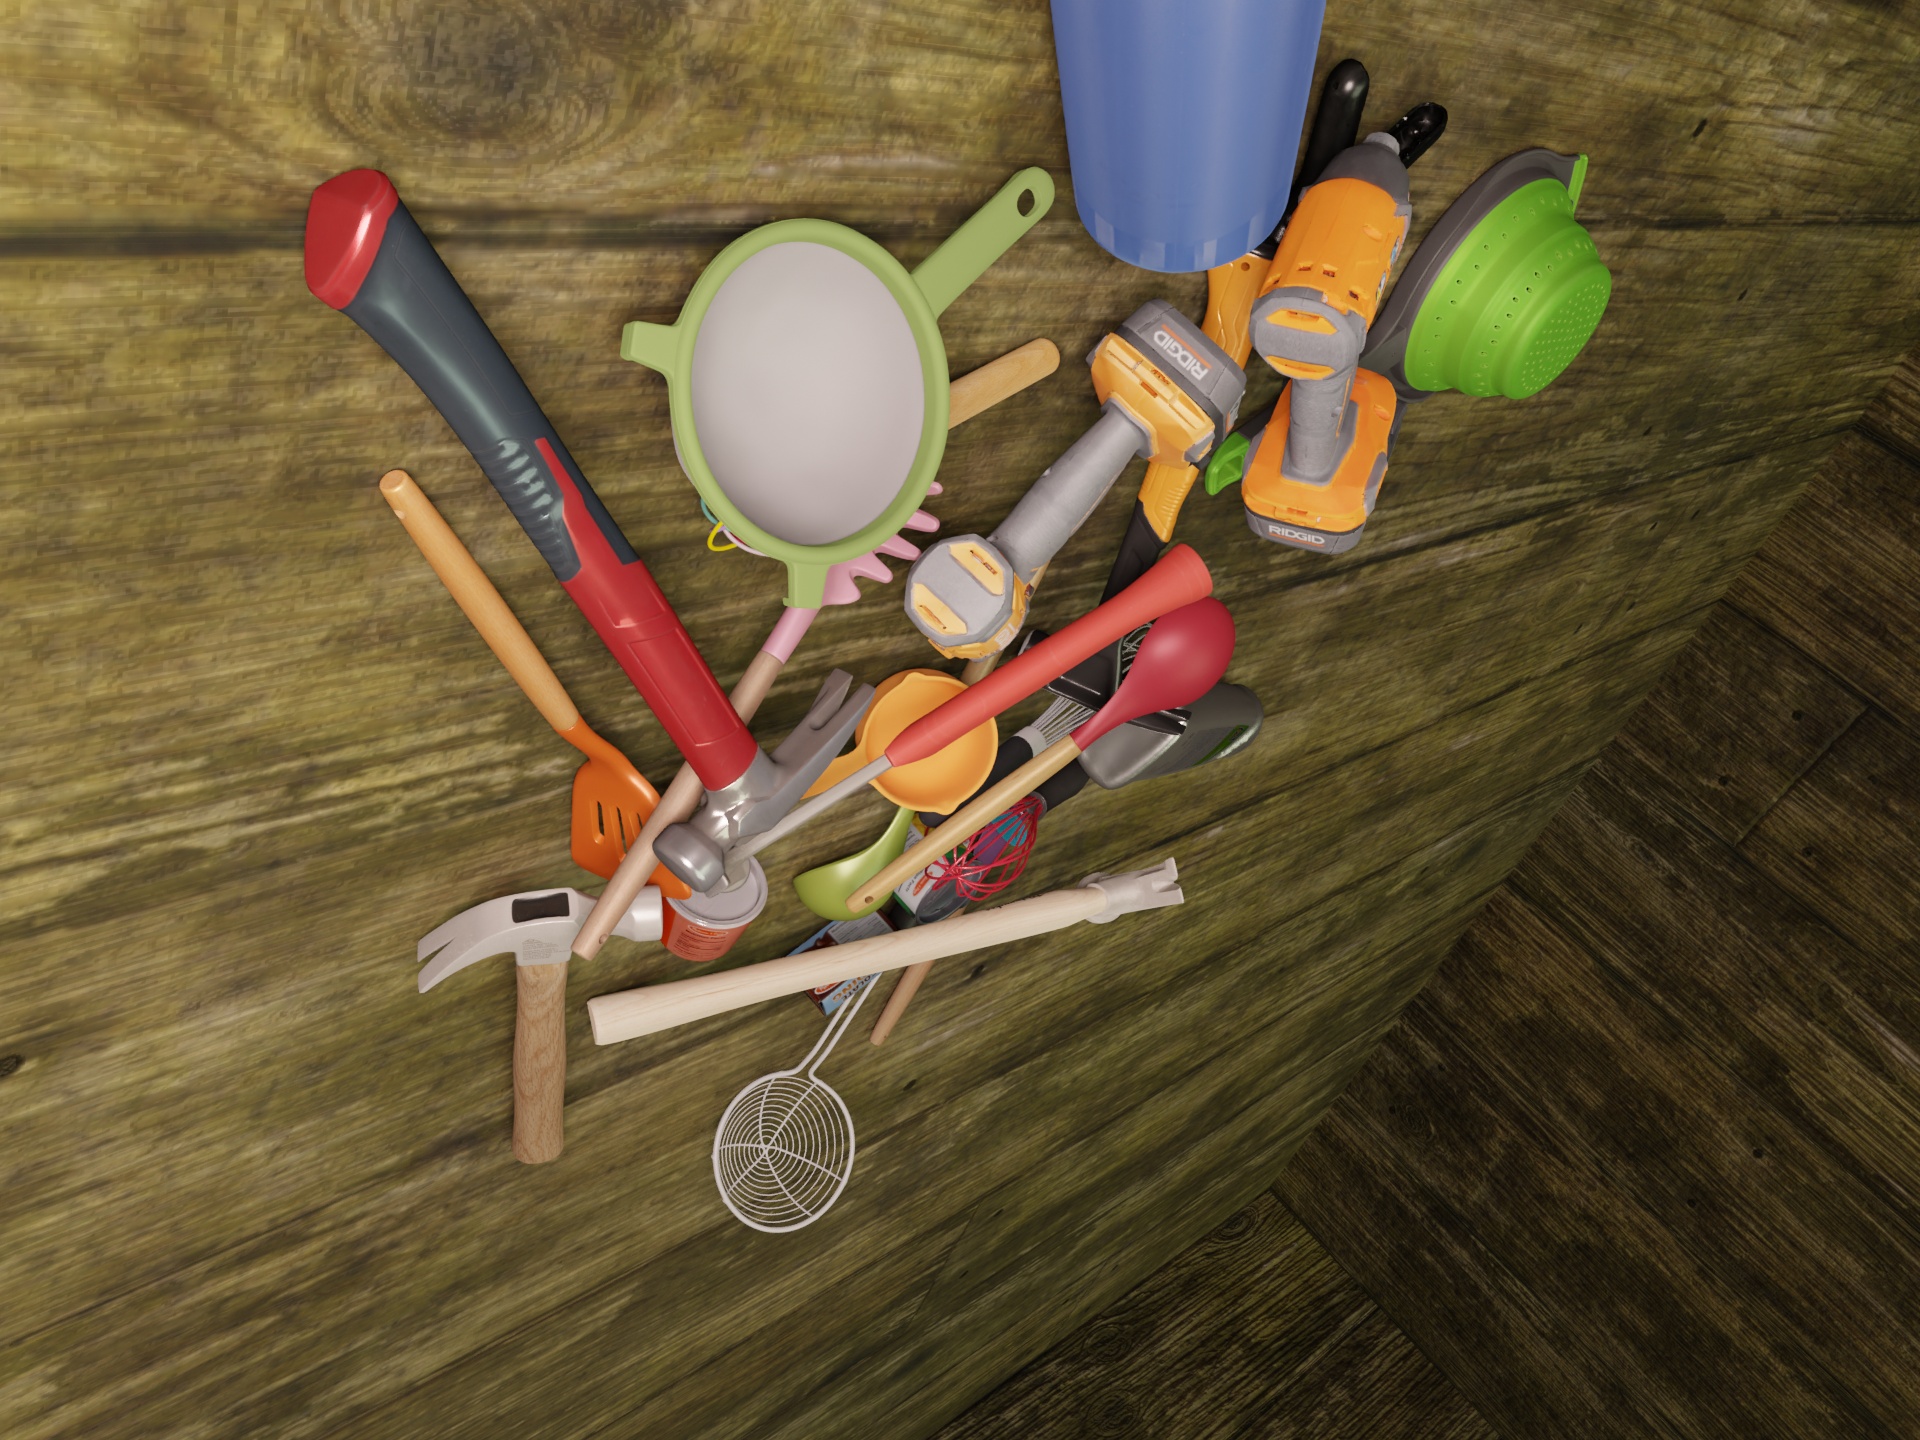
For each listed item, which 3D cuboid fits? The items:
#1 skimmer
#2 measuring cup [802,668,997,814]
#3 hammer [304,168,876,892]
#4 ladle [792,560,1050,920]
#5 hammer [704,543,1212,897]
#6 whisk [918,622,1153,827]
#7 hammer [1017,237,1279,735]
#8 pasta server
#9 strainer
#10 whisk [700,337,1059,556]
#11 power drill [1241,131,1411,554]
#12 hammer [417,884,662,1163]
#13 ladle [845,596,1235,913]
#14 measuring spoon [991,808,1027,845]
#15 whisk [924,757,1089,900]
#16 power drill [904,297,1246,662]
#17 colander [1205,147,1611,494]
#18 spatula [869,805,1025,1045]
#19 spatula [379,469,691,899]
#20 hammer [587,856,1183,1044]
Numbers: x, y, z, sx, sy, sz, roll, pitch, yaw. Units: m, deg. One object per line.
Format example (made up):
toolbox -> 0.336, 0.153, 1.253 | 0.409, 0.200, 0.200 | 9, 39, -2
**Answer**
skimmer -> -0.082, 0.250, 1.270 | 0.127, 0.090, 0.363 | 21, 113, -27
measuring cup -> -0.064, 0.022, 1.018 | 0.173, 0.052, 0.095 | -16, 105, -7
hammer -> -0.149, -0.078, 0.698 | 0.143, 0.038, 0.385 | -49, 143, -20
ladle -> -0.021, 0.005, 1.082 | 0.078, 0.062, 0.320 | 1, 121, -58
hammer -> -0.001, -0.003, 0.939 | 0.359, 0.037, 0.149 | -32, 178, -11
whisk -> 0.068, 0.002, 1.133 | 0.284, 0.070, 0.070 | -33, 152, -38
hammer -> 0.139, -0.146, 1.023 | 0.034, 0.127, 0.336 | -53, 164, -56
pasta server -> -0.110, -0.009, 0.847 | 0.316, 0.040, 0.060 | -58, 147, -12
strainer -> -0.050, -0.183, 0.749 | 0.256, 0.069, 0.151 | -49, 125, -26
whisk -> -0.038, -0.148, 0.835 | 0.245, 0.051, 0.047 | -34, 142, -32
power drill -> 0.224, -0.224, 0.946 | 0.226, 0.084, 0.164 | 73, 38, -59
hammer -> -0.261, 0.197, 0.976 | 0.130, 0.031, 0.331 | -2, 144, -17
ladle -> 0.053, 0.028, 1.034 | 0.315, 0.031, 0.069 | -37, 121, 3
measuring spoon -> 0.025, 0.071, 1.241 | 0.042, 0.021, 0.128 | -54, 152, -7
whisk -> 0.046, 0.069, 1.185 | 0.073, 0.073, 0.296 | -58, 167, 23
power drill -> 0.063, -0.125, 0.944 | 0.226, 0.084, 0.185 | -47, 174, 2
colander -> 0.347, -0.260, 1.154 | 0.397, 0.095, 0.204 | -37, 152, -16
spatula -> -0.005, 0.159, 1.330 | 0.059, 0.018, 0.315 | -10, 136, -52
spatula -> -0.208, -0.006, 0.785 | 0.322, 0.081, 0.041 | 71, 38, -56
hammer -> -0.047, 0.157, 1.093 | 0.410, 0.038, 0.146 | -11, 172, -20
